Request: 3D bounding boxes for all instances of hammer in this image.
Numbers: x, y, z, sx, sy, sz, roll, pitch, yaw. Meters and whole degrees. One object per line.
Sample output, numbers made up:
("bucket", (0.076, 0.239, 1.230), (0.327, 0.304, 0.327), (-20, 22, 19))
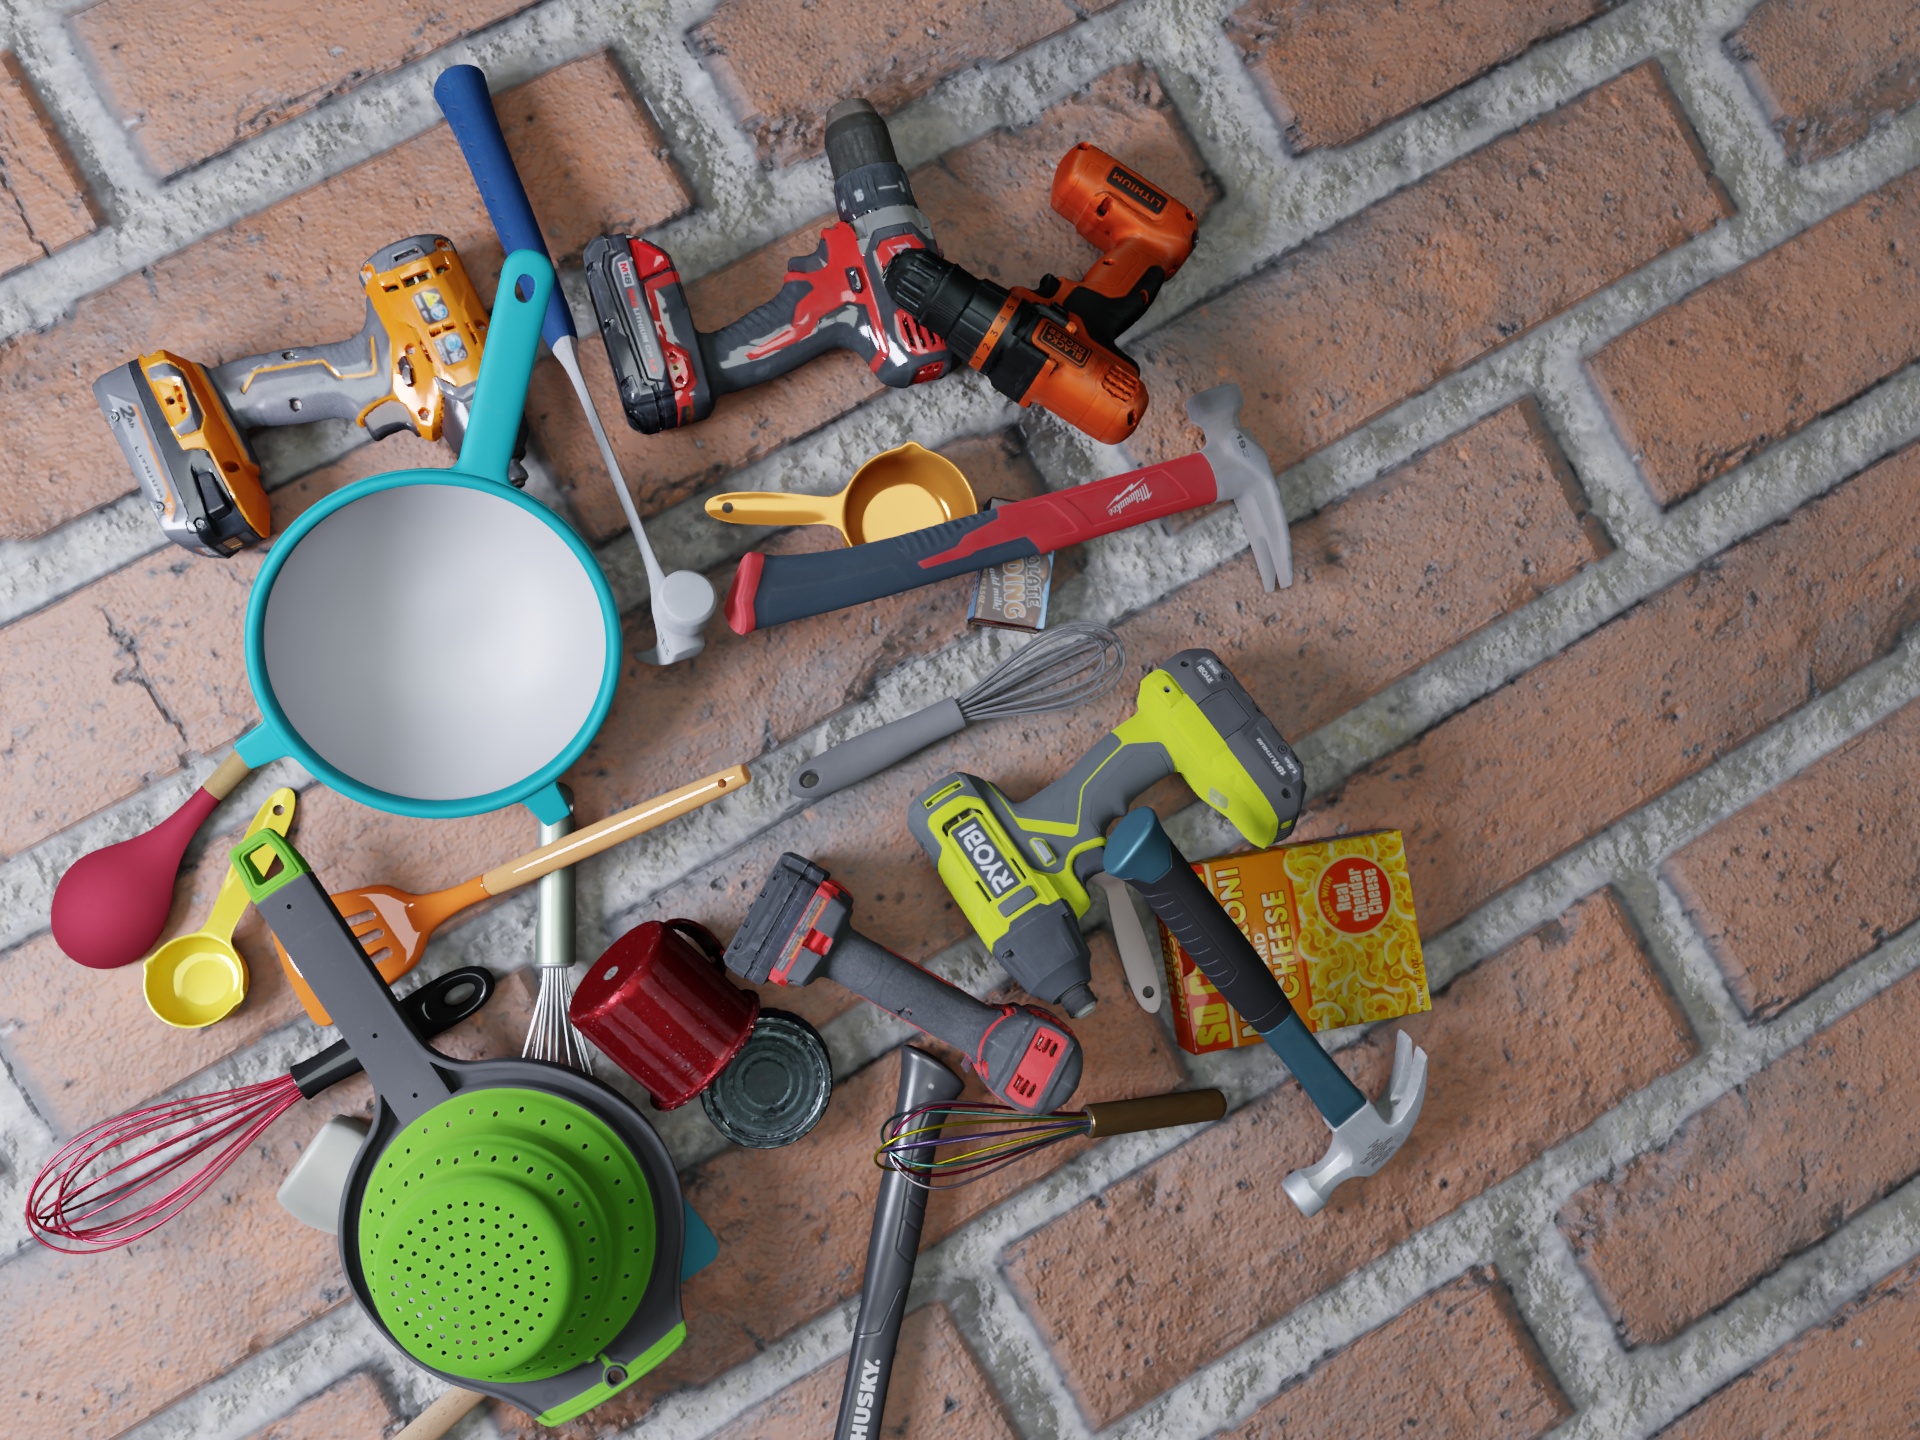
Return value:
("hammer", (0.039, -0.104, 1.003), (0.386, 0.038, 0.143), (-19, 91, -24))
("hammer", (-0.244, -0.221, 0.994), (0.035, 0.144, 0.406), (-20, 81, -19))
("hammer", (0.187, 0.177, 0.989), (0.128, 0.033, 0.330), (-39, 117, 0))
("hammer", (-0.056, 0.376, 1.018), (0.146, 0.035, 0.335), (11, 86, -7))

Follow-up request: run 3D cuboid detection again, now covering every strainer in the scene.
("strainer", (-0.297, -0.113, 0.956), (0.211, 0.095, 0.340), (13, 101, -18))

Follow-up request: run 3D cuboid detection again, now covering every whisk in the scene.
("whisk", (-0.001, -0.002, 1.041), (0.239, 0.055, 0.055), (-24, 91, -4))
("whisk", (0.060, 0.261, 1.020), (0.245, 0.051, 0.047), (-2, 109, -22))
("whisk", (-0.255, 0.161, 0.998), (0.059, 0.058, 0.246), (-2, 83, 1))
("whisk", (-0.421, 0.231, 0.969), (0.296, 0.073, 0.073), (-29, 91, -14))

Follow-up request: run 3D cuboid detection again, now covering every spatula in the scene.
("spatula", (-0.296, 0.410, 0.992), (0.317, 0.044, 0.082), (-40, 93, -3))
("spatula", (-0.272, 0.094, 0.973), (0.322, 0.041, 0.081), (-23, 90, 14))

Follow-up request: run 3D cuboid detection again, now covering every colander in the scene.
("colander", (-0.312, 0.236, 0.909), (0.204, 0.094, 0.397), (-34, 91, 1))

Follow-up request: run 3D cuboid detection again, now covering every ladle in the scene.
("ladle", (-0.446, 0.026, 0.990), (0.069, 0.031, 0.315), (41, 81, -4))

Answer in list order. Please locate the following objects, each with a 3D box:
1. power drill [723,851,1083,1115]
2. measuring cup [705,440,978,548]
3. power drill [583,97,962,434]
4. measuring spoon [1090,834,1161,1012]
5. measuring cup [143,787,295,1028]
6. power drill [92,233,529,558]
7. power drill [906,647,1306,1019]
("power drill", (-0.029, 0.168, 0.985), (0.219, 0.143, 0.078), (29, 84, 1))
("measuring cup", (-0.077, -0.131, 1.033), (0.173, 0.052, 0.095), (2, 87, -5))
("power drill", (-0.123, -0.291, 1.024), (0.226, 0.080, 0.188), (-16, 90, -11))
("measuring spoon", (0.112, 0.136, 1.059), (0.034, 0.018, 0.124), (-18, 90, -8))
("measuring cup", (-0.450, 0.116, 0.990), (0.062, 0.029, 0.157), (21, 73, -5))
("power drill", (-0.386, -0.184, 0.982), (0.226, 0.084, 0.164), (-27, 91, -12))
("power drill", (0.101, 0.070, 1.014), (0.223, 0.080, 0.171), (-32, 69, -7))
